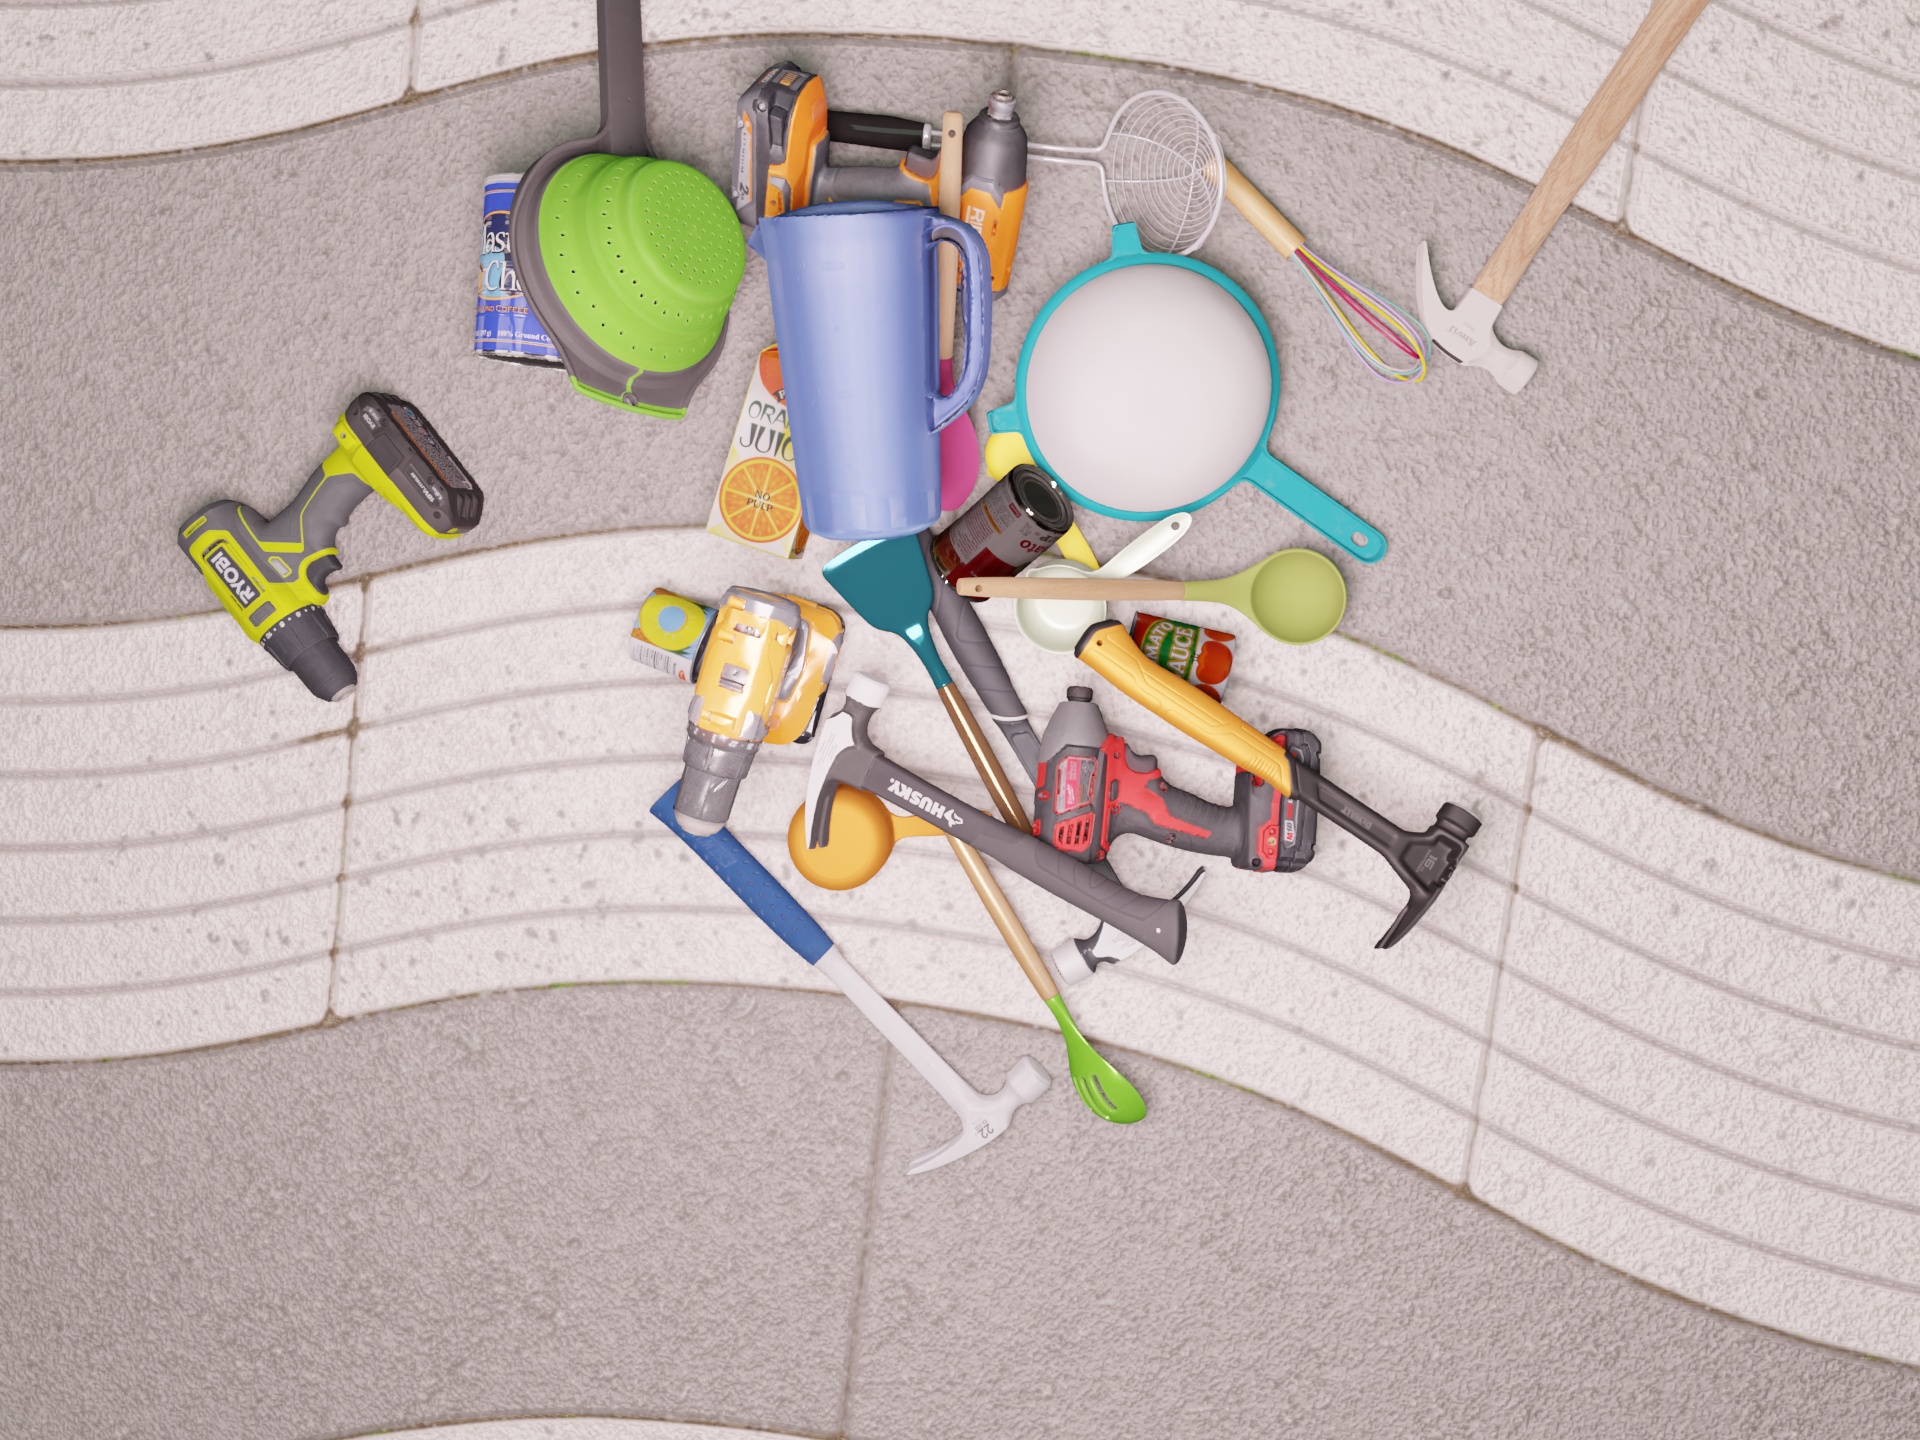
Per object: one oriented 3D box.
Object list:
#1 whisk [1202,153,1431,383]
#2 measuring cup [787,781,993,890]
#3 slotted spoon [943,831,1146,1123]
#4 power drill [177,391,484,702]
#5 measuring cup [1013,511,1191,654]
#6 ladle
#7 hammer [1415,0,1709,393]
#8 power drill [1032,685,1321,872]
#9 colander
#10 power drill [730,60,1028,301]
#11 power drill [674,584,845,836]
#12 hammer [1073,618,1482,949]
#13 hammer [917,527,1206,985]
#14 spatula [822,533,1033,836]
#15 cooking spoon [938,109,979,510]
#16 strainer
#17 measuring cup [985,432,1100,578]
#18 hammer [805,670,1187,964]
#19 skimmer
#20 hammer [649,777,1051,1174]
[{"bbox_3d":[0.284,-0.361,1.264,0.051,0.047,0.245,-44,87,15],"label":"whisk"},{"bbox_3d":[-0.060,0.094,1.329,0.173,0.052,0.095,-6,95,7],"label":"measuring cup"},{"bbox_3d":[0.061,0.208,1.324,0.031,0.070,0.314,-32,94,-34],"label":"slotted spoon"},{"bbox_3d":[-0.518,-0.145,1.335,0.228,0.080,0.190,-38,91,10],"label":"power drill"},{"bbox_3d":[0.118,-0.120,1.286,0.167,0.038,0.083,-35,100,20],"label":"measuring cup"},{"bbox_3d":[0.154,-0.099,1.240,0.320,0.062,0.078,0,104,-19],"label":"ladle"},{"bbox_3d":[0.475,-0.432,1.248,0.130,0.031,0.331,32,97,1],"label":"hammer"},{"bbox_3d":[0.169,0.050,1.272,0.219,0.078,0.143,5,84,-4],"label":"power drill"},{"bbox_3d":[-0.239,-0.440,1.235,0.094,0.204,0.397,-14,76,42],"label":"colander"},{"bbox_3d":[-0.057,-0.431,1.234,0.226,0.084,0.164,18,136,5],"label":"power drill"},{"bbox_3d":[-0.161,-0.013,1.240,0.084,0.226,0.185,17,97,3],"label":"power drill"},{"bbox_3d":[0.228,0.035,1.223,0.337,0.034,0.127,34,83,2],"label":"hammer"},{"bbox_3d":[0.055,0.011,1.322,0.149,0.036,0.409,-29,92,6],"label":"hammer"},{"bbox_3d":[-0.002,-0.004,1.287,0.082,0.044,0.317,-28,92,1],"label":"spatula"},{"bbox_3d":[-0.012,-0.309,1.241,0.069,0.017,0.318,7,124,6],"label":"cooking spoon"},{"bbox_3d":[0.201,-0.217,1.237,0.340,0.095,0.211,33,104,-8],"label":"strainer"},{"bbox_3d":[0.073,-0.176,1.305,0.062,0.029,0.156,-31,90,7],"label":"measuring cup"},{"bbox_3d":[0.025,0.097,1.234,0.335,0.035,0.146,28,99,19],"label":"hammer"},{"bbox_3d":[0.028,-0.445,1.254,0.363,0.090,0.127,9,125,6],"label":"skimmer"},{"bbox_3d":[-0.113,0.211,1.354,0.144,0.035,0.405,-44,90,7],"label":"hammer"}]
